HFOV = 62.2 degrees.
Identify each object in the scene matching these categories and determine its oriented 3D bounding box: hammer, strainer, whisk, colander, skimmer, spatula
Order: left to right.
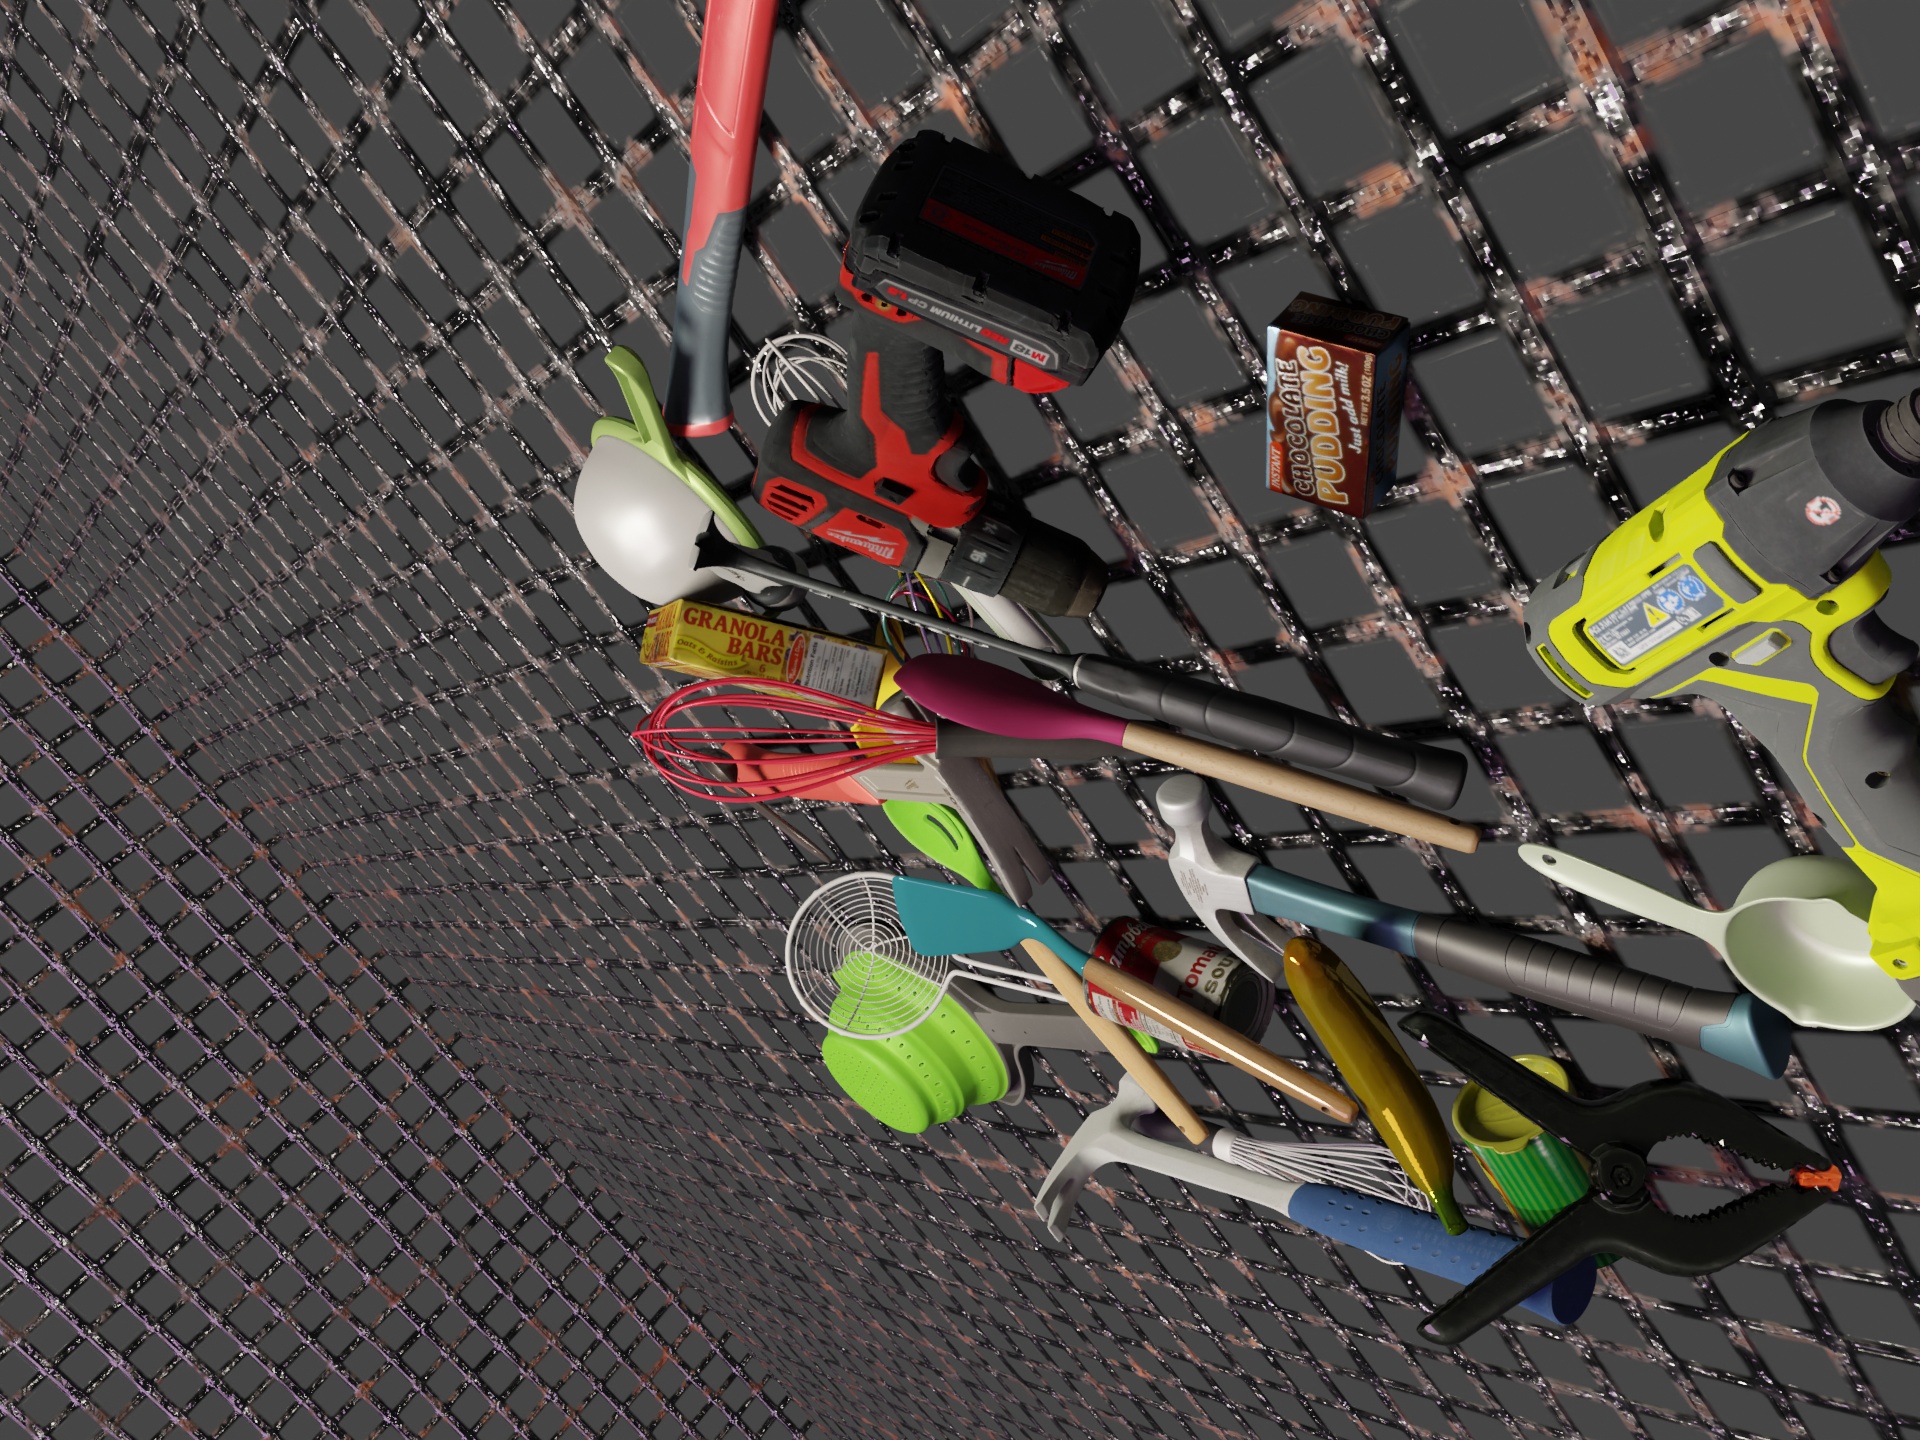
[{"bbox_3d":[-0.194,-0.133,0.958,0.151,0.069,0.256,37,165,12],"label":"strainer"},{"bbox_3d":[-0.131,-0.282,0.792,0.143,0.038,0.386,40,149,8],"label":"hammer"},{"bbox_3d":[-0.077,0.047,1.083,0.149,0.037,0.359,55,156,-17],"label":"hammer"},{"bbox_3d":[-0.033,0.010,0.881,0.296,0.073,0.073,0,143,-3],"label":"whisk"},{"bbox_3d":[-0.022,-0.113,0.868,0.246,0.058,0.059,47,-176,-14],"label":"whisk"},{"bbox_3d":[-0.001,-0.002,0.982,0.047,0.051,0.244,14,142,31],"label":"whisk"},{"bbox_3d":[0.000,0.263,1.252,0.204,0.094,0.397,54,148,-16],"label":"colander"},{"bbox_3d":[0.030,0.187,1.128,0.363,0.127,0.090,5,177,41],"label":"skimmer"},{"bbox_3d":[0.048,-0.031,0.800,0.409,0.036,0.149,18,180,16],"label":"hammer"},{"bbox_3d":[0.093,0.169,0.964,0.318,0.044,0.082,25,144,34],"label":"spatula"},{"bbox_3d":[0.211,0.304,1.098,0.285,0.070,0.070,6,133,52],"label":"whisk"},{"bbox_3d":[0.199,0.299,0.982,0.405,0.144,0.035,-3,126,57],"label":"hammer"},{"bbox_3d":[0.254,0.116,0.834,0.331,0.033,0.128,14,138,40],"label":"hammer"}]

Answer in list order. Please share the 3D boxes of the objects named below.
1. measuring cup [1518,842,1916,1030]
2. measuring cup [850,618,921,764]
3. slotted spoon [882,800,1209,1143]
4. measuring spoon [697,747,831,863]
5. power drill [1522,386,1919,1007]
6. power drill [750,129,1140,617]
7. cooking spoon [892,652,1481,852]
[{"bbox_3d":[0.330,0.076,0.693,0.168,0.038,0.083,22,143,35],"label":"measuring cup"},{"bbox_3d":[-0.038,-0.019,1.020,0.062,0.029,0.156,31,145,21],"label":"measuring cup"},{"bbox_3d":[0.057,0.158,1.072,0.314,0.031,0.070,49,151,14],"label":"slotted spoon"},{"bbox_3d":[-0.138,0.059,1.150,0.124,0.018,0.034,39,161,3],"label":"measuring spoon"},{"bbox_3d":[0.331,-0.003,0.558,0.223,0.080,0.171,46,150,3],"label":"power drill"},{"bbox_3d":[0.009,-0.139,0.742,0.188,0.080,0.226,23,147,-5],"label":"power drill"},{"bbox_3d":[0.112,0.014,0.834,0.319,0.069,0.017,18,122,19],"label":"cooking spoon"}]
